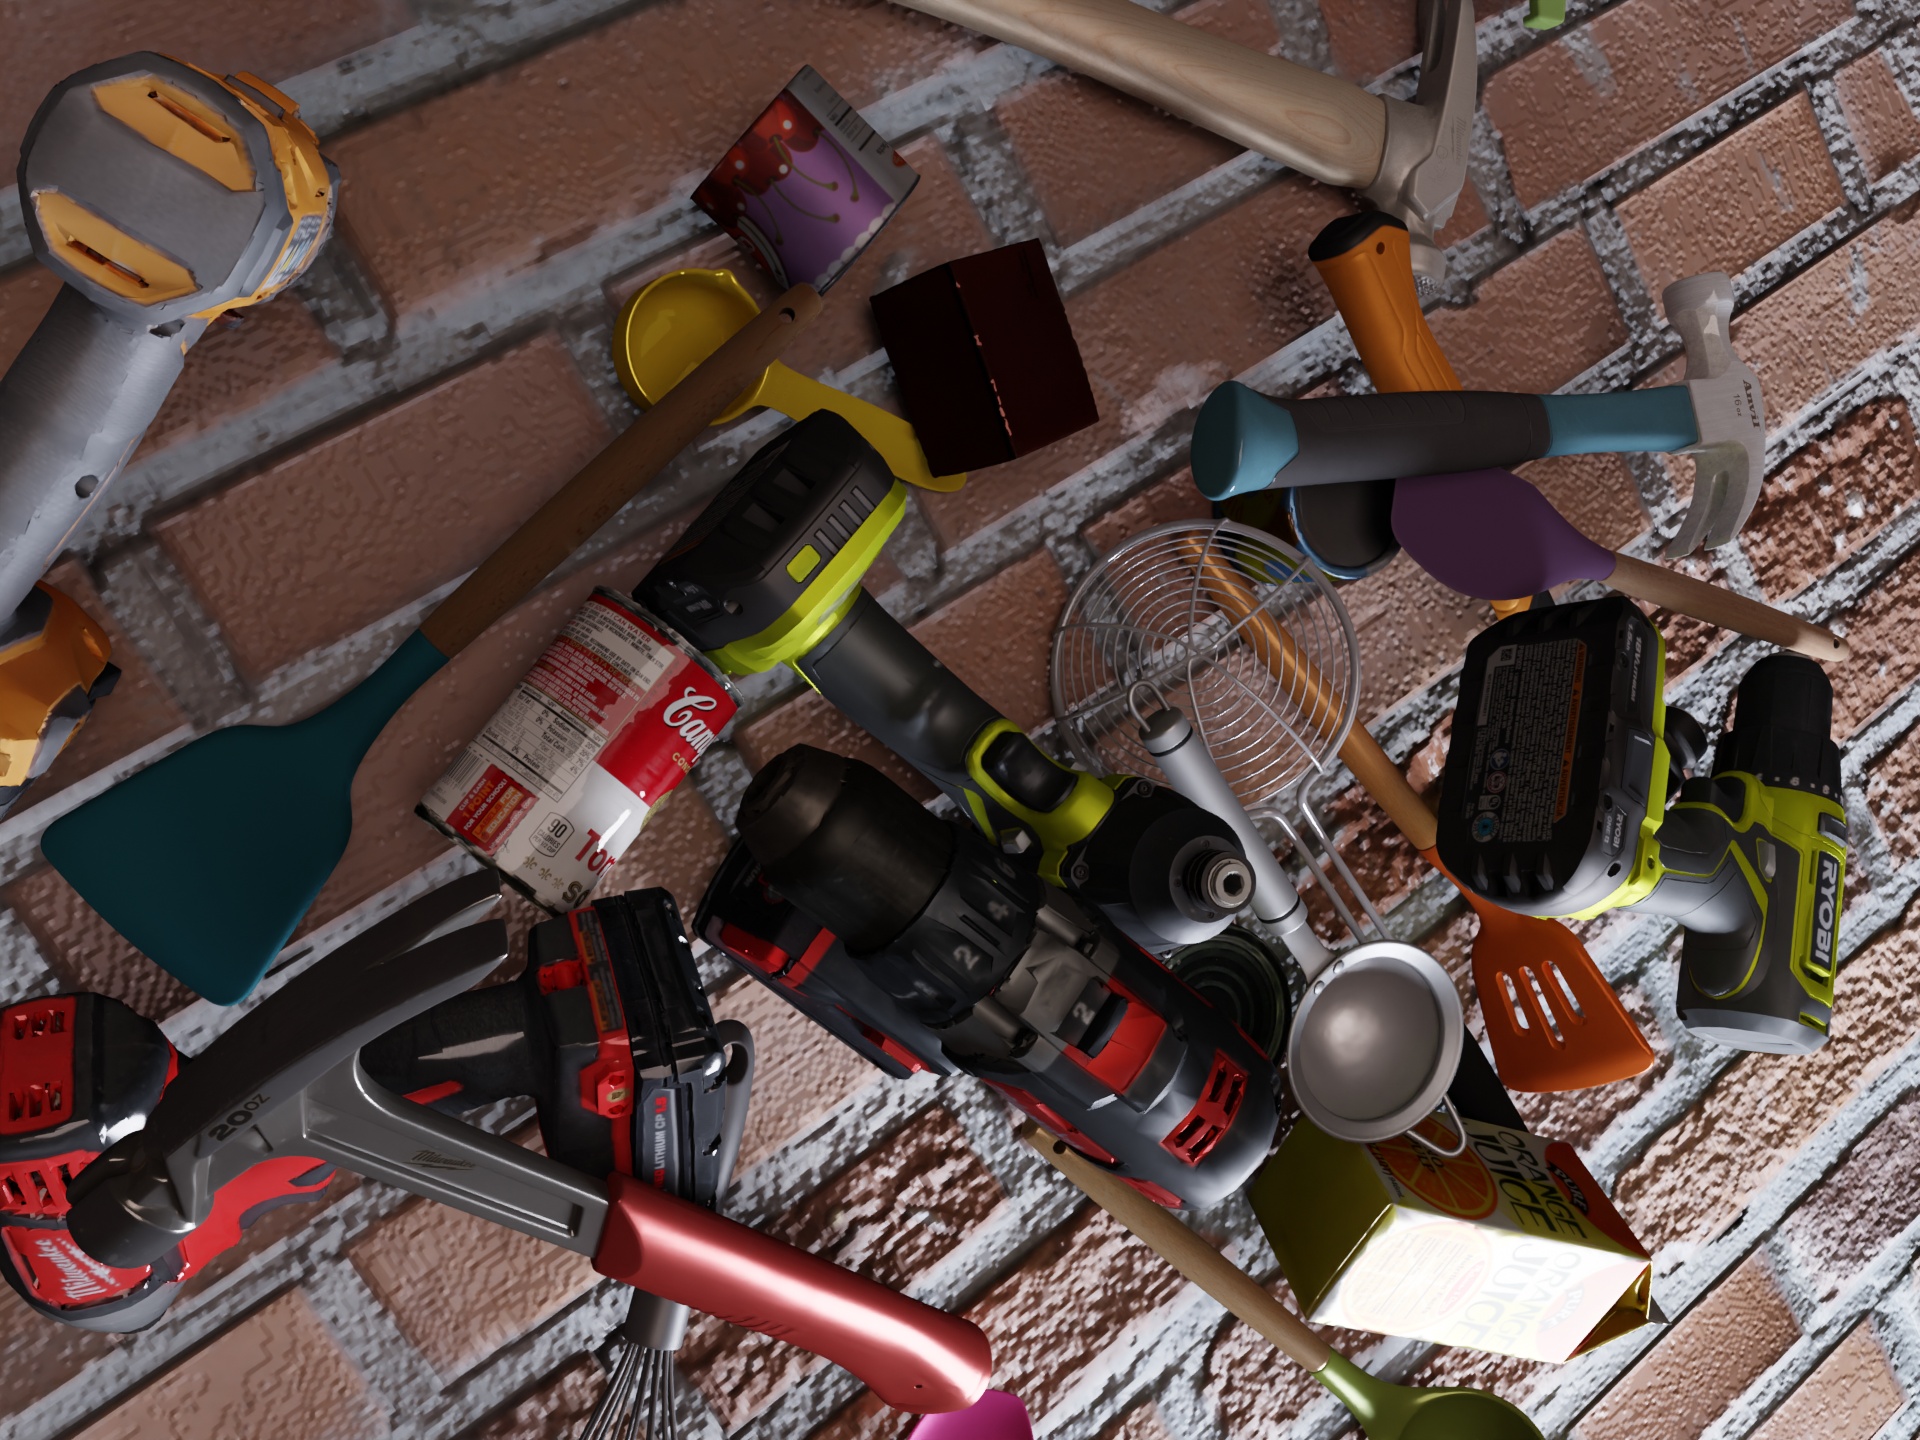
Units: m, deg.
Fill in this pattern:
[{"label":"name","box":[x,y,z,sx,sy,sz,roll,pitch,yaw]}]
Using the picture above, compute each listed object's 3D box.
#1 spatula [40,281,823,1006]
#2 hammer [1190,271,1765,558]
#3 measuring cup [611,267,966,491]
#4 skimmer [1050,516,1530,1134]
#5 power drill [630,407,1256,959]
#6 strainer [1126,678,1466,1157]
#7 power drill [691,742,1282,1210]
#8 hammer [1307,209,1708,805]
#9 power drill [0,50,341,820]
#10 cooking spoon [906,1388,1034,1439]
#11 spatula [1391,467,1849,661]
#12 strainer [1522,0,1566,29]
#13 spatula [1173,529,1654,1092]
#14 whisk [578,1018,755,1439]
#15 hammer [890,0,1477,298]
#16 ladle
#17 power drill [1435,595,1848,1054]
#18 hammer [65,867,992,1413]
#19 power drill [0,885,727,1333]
[{"label":"spatula","box":[-0.163,-0.043,0.550,0.317,0.044,0.082,-45,101,-6]},{"label":"hammer","box":[0.229,-0.124,0.665,0.331,0.033,0.128,-9,86,-31]},{"label":"measuring cup","box":[-0.064,-0.123,0.621,0.156,0.029,0.062,21,85,-35]},{"label":"skimmer","box":[0.170,0.072,0.716,0.127,0.090,0.363,-34,118,7]},{"label":"power drill","box":[-0.001,-0.002,0.570,0.223,0.171,0.080,42,76,-16]},{"label":"strainer","box":[0.134,0.082,0.644,0.087,0.050,0.258,-41,114,-12]},{"label":"power drill","box":[-0.018,0.070,0.530,0.187,0.227,0.080,40,76,-20]},{"label":"hammer","box":[0.240,-0.073,0.723,0.127,0.034,0.336,-42,113,-19]},{"label":"power drill","box":[-0.259,-0.089,0.473,0.084,0.185,0.226,31,99,-21]},{"label":"cooking spoon","box":[-0.030,0.432,0.651,0.068,0.017,0.319,17,84,-22]},{"label":"spatula","box":[0.314,-0.064,0.736,0.315,0.018,0.060,12,84,-29]},{"label":"strainer","box":[0.206,-0.432,0.700,0.256,0.069,0.151,42,74,-17]},{"label":"spatula","box":[0.197,0.042,0.722,0.322,0.081,0.041,49,49,-13]},{"label":"whisk","box":[-0.112,0.231,0.595,0.055,0.055,0.239,17,80,-23]},{"label":"hammer","box":[0.040,-0.296,0.650,0.410,0.038,0.146,10,86,-23]},{"label":"ladle","box":[0.148,0.272,0.704,0.320,0.062,0.078,42,75,-16]},{"label":"power drill","box":[0.323,0.032,0.716,0.228,0.080,0.191,23,72,-32]},{"label":"hammer","box":[-0.085,0.170,0.523,0.149,0.037,0.358,-36,136,11]},{"label":"power drill","box":[-0.194,0.136,0.519,0.219,0.079,0.143,-8,134,-21]}]
